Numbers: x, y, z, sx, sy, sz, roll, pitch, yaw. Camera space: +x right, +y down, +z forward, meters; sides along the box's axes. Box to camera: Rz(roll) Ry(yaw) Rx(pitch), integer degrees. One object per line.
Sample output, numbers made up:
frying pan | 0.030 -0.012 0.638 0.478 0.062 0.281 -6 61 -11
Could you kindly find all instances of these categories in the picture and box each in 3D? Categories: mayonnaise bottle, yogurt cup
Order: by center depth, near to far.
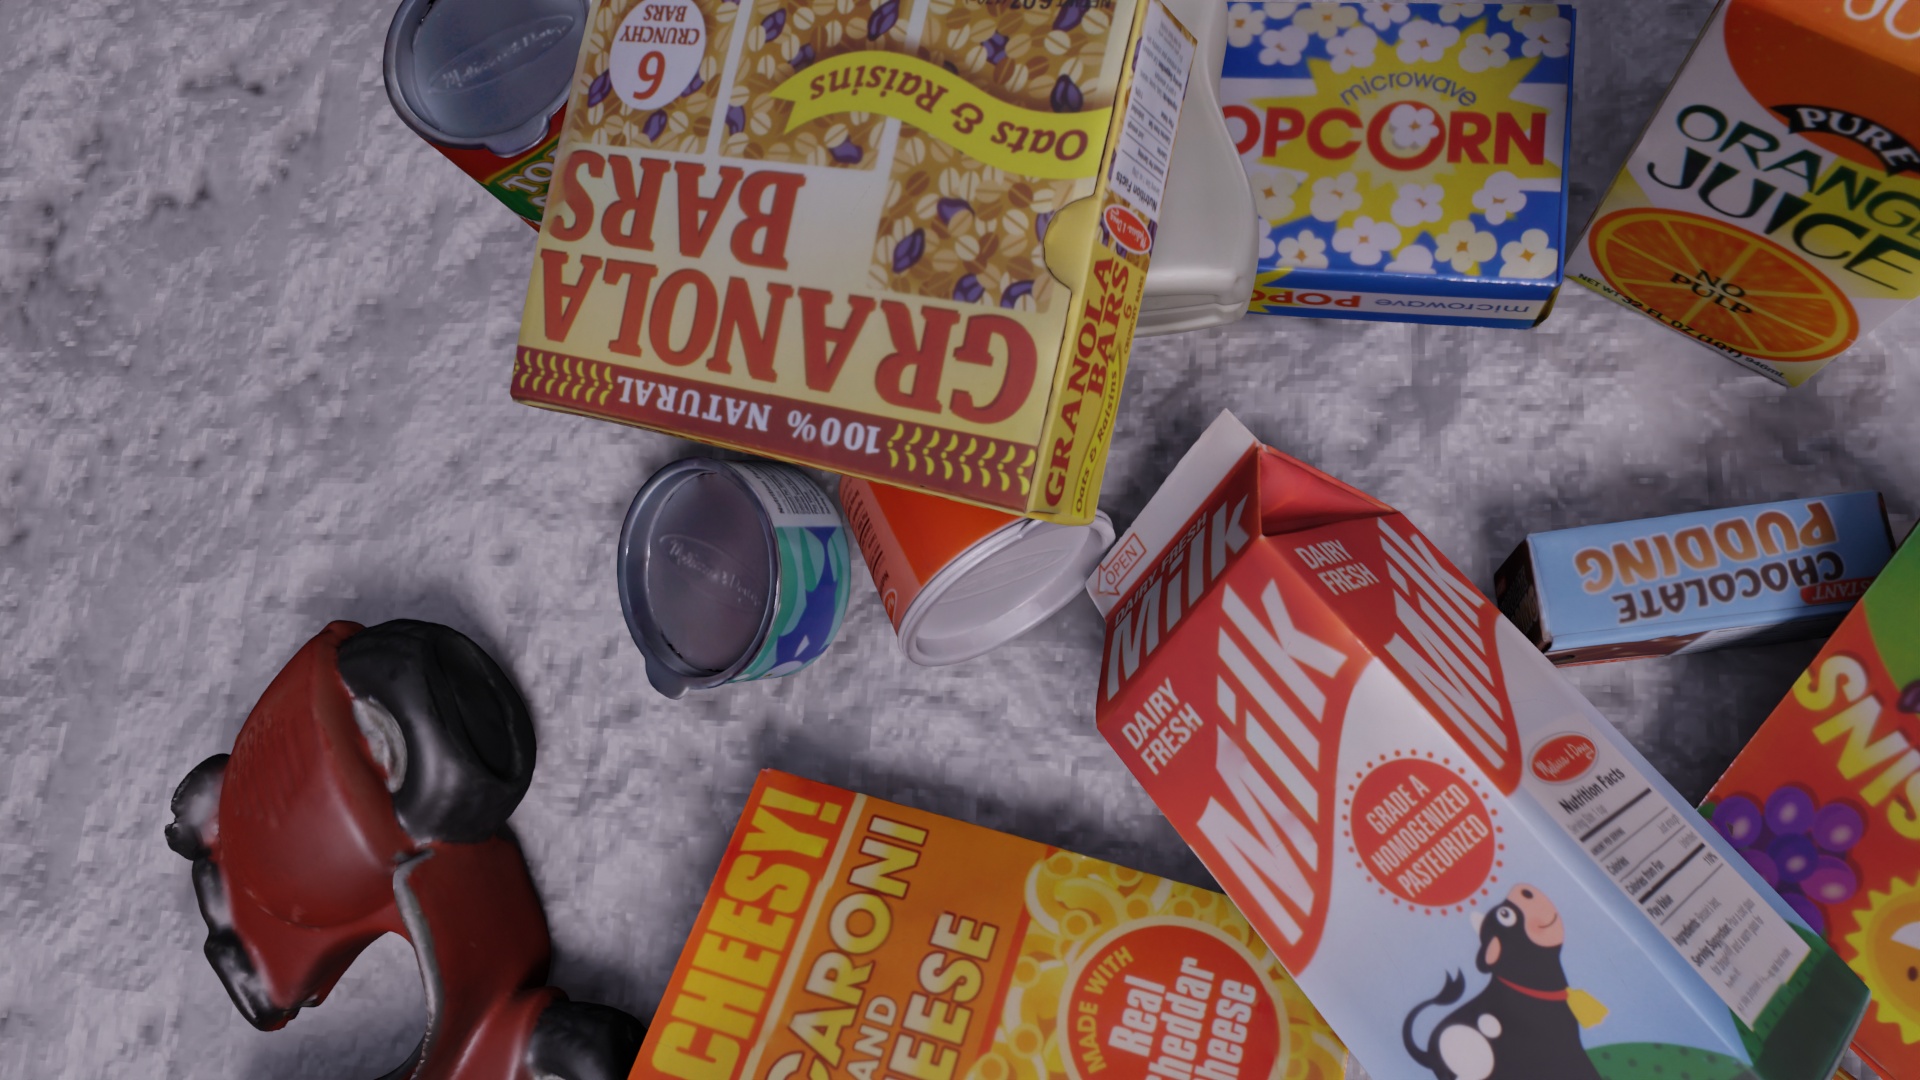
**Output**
mayonnaise bottle | 0.046 -0.130 0.381 0.065 0.041 0.148 -4 76 13
yogurt cup | 0.001 -0.005 0.391 0.072 0.072 0.054 -34 66 3

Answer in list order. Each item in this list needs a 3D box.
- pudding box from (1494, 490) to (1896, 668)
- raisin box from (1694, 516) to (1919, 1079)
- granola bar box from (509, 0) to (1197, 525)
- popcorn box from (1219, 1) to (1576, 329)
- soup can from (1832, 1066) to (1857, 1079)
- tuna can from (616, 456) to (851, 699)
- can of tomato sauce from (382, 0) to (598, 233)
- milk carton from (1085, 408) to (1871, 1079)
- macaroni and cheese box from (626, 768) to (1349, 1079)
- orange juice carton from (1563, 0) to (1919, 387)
pudding box | 0.185 0.012 0.357 0.084 0.049 0.030 -8 75 10
raisin box | 0.224 0.055 0.297 0.086 0.040 0.122 53 131 44
granola bar box | -0.034 -0.081 0.360 0.165 0.039 0.124 13 92 28
popcorn box | 0.109 -0.110 0.406 0.127 0.038 0.085 5 80 13
soup can | 0.205 0.162 0.309 0.084 0.071 0.071 40 88 17
tuna can | -0.067 0.011 0.405 0.071 0.033 0.071 0 91 36
can of tomato sauce | -0.125 -0.132 0.434 0.071 0.083 0.071 -2 78 11
milk carton | 0.104 0.057 0.331 0.191 0.073 0.072 52 126 25
macaroni and cheese box | 0.006 0.139 0.350 0.166 0.040 0.124 13 59 14
orange juice carton | 0.202 -0.106 0.305 0.072 0.192 0.073 32 87 15
